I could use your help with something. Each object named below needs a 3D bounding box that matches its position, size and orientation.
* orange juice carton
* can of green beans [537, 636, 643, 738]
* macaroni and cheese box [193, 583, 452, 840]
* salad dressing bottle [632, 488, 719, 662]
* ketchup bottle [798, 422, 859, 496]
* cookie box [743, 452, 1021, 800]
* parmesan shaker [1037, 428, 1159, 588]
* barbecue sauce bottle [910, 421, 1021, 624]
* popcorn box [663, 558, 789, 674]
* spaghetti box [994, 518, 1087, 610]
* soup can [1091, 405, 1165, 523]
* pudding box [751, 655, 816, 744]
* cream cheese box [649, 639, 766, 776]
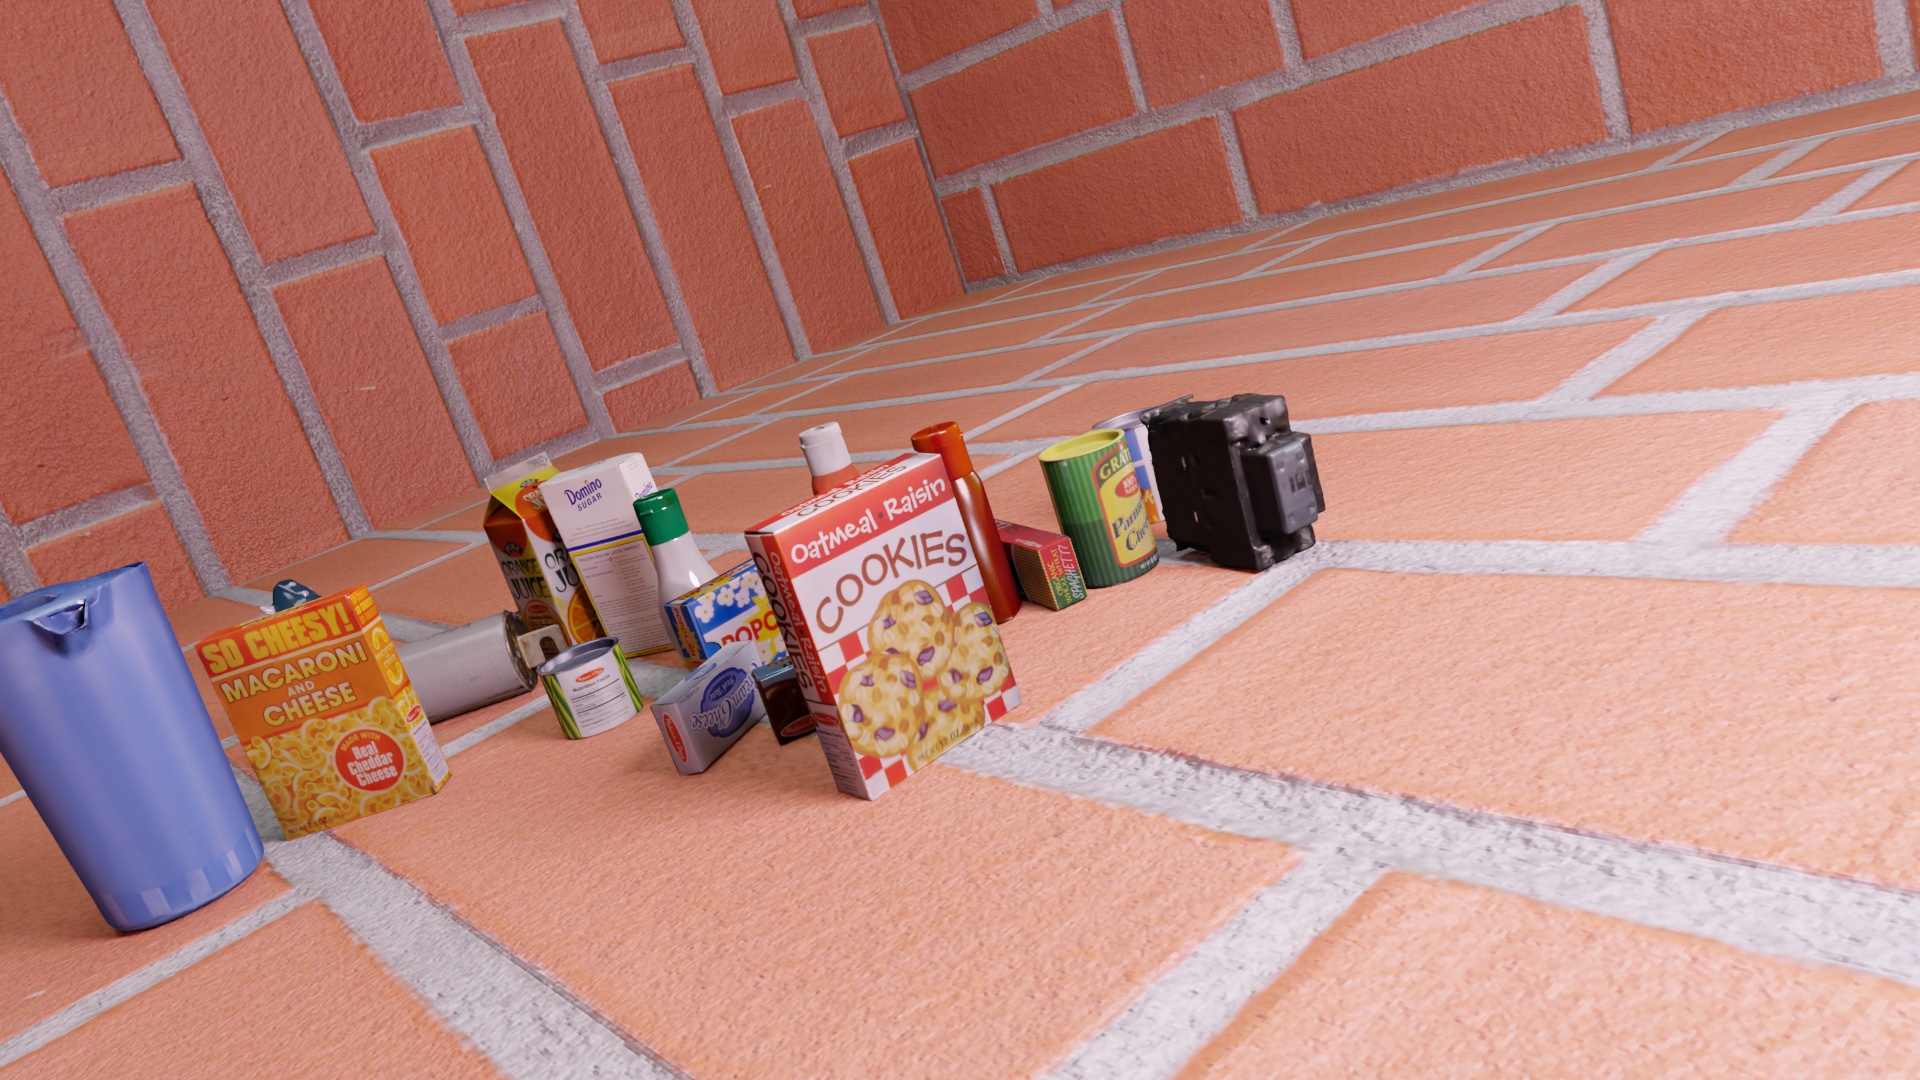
[{"bbox_3d":[-0.375,0.019,1.283,0.073,0.192,0.072,-6,18,42],"label":"orange juice carton"},{"bbox_3d":[-0.290,0.115,1.090,0.071,0.057,0.071,-17,14,5],"label":"can of green beans"},{"bbox_3d":[-0.480,0.130,1.051,0.124,0.166,0.040,-18,14,2],"label":"macaroni and cheese box"},{"bbox_3d":[-0.228,0.031,1.150,0.064,0.147,0.044,-12,15,23],"label":"salad dressing bottle"},{"bbox_3d":[-0.101,-0.028,1.208,0.044,0.148,0.065,-23,14,-18],"label":"ketchup bottle"},{"bbox_3d":[-0.043,0.047,0.817,0.123,0.167,0.040,-28,17,-34],"label":"cookie box"},{"bbox_3d":[0.105,-0.025,1.035,0.071,0.103,0.071,-17,14,5],"label":"parmesan shaker"},{"bbox_3d":[0.004,-0.013,1.024,0.044,0.148,0.065,-17,14,4],"label":"barbecue sauce bottle"},{"bbox_3d":[-0.157,0.061,1.073,0.038,0.085,0.127,-4,20,46],"label":"popcorn box"},{"bbox_3d":[0.026,0.010,1.110,0.029,0.050,0.250,-23,15,-19],"label":"spaghetti box"},{"bbox_3d":[0.151,-0.062,1.159,0.071,0.083,0.071,-17,14,5],"label":"soup can"},{"bbox_3d":[-0.093,0.096,0.934,0.084,0.049,0.030,-22,14,-15],"label":"pudding box"},{"bbox_3d":[-0.168,0.113,0.956,0.024,0.053,0.104,-12,16,26],"label":"cream cheese box"}]
